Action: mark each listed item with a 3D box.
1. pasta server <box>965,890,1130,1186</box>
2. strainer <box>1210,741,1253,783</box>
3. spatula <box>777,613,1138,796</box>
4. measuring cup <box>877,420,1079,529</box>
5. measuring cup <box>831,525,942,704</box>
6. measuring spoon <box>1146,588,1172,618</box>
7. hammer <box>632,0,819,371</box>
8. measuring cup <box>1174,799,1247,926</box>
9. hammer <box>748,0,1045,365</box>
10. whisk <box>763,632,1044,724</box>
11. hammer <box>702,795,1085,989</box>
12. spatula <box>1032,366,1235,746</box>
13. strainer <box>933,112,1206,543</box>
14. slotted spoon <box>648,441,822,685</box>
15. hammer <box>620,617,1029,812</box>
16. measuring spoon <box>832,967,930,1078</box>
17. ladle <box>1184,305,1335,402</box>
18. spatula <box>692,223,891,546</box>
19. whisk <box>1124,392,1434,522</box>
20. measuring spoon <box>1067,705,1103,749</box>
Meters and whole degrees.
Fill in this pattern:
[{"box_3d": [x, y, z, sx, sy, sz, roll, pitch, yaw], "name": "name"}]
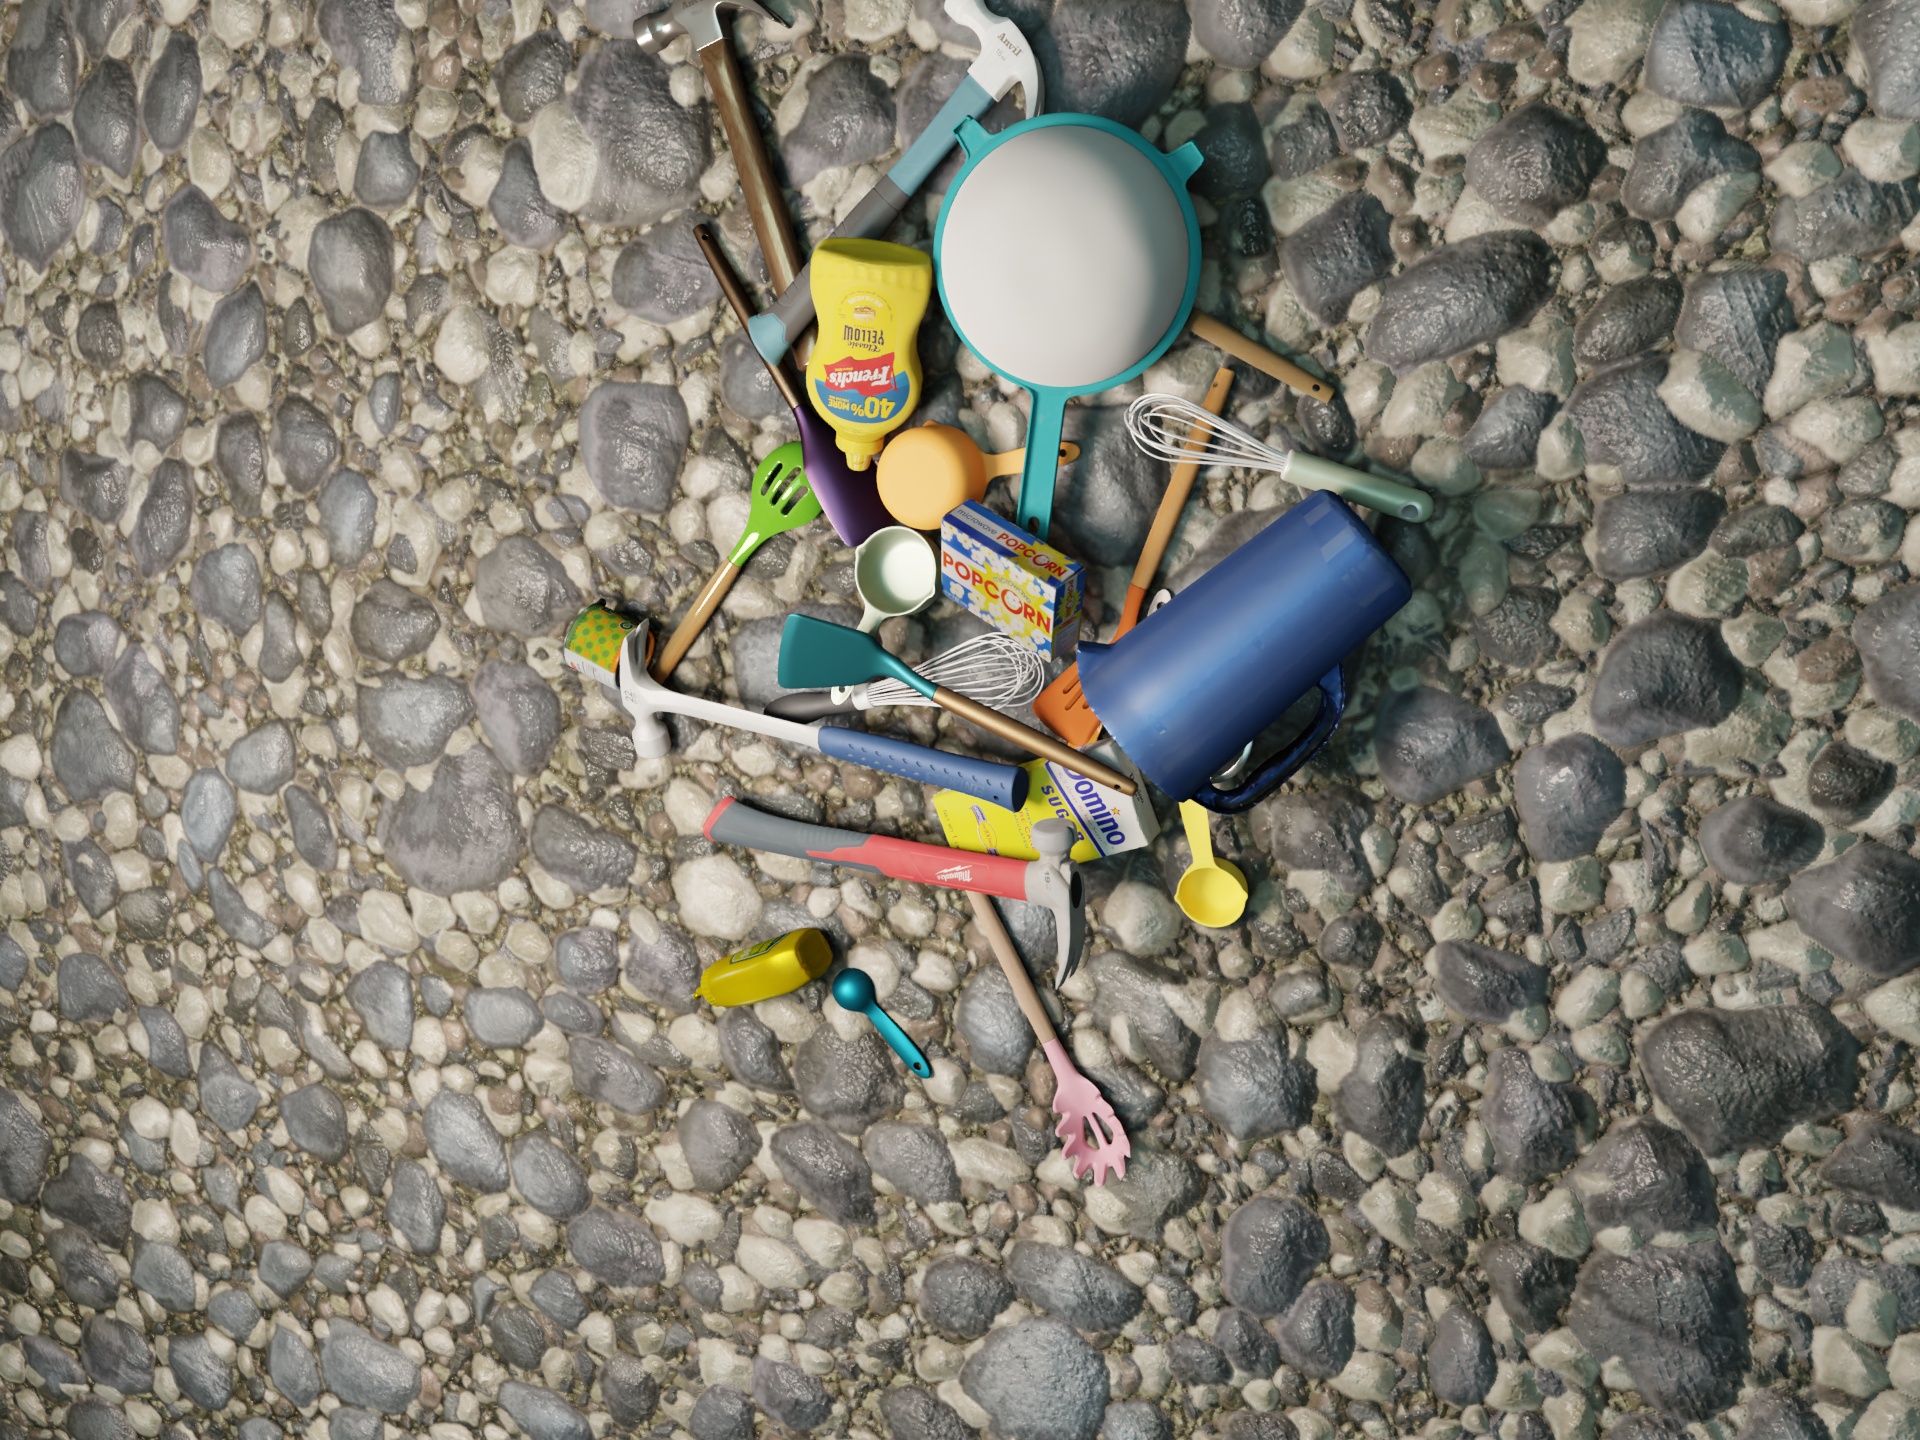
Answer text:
[{"box_3d": [0.066, 0.261, 1.411, 0.060, 0.040, 0.316, -26, 89, 13], "name": "pasta server"}, {"box_3d": [0.241, -0.034, 1.275, 0.258, 0.050, 0.087, -44, 71, 21], "name": "strainer"}, {"box_3d": [-0.002, -0.004, 1.312, 0.317, 0.044, 0.082, 25, 131, 12], "name": "spatula"}, {"box_3d": [0.011, -0.209, 1.322, 0.173, 0.052, 0.095, -6, 99, 25], "name": "measuring cup"}, {"box_3d": [-0.068, -0.089, 1.380, 0.083, 0.038, 0.167, 31, 105, 18], "name": "measuring cup"}, {"box_3d": [0.159, -0.048, 1.321, 0.034, 0.018, 0.124, 15, 100, 22], "name": "measuring spoon"}, {"box_3d": [-0.171, -0.462, 1.354, 0.130, 0.031, 0.331, -16, 95, 25], "name": "hammer"}, {"box_3d": [0.201, 0.095, 1.312, 0.062, 0.029, 0.156, -6, 108, 24], "name": "measuring cup"}, {"box_3d": [-0.060, -0.426, 1.297, 0.128, 0.033, 0.331, 46, 107, 5], "name": "hammer"}, {"box_3d": [-0.056, -0.028, 1.391, 0.284, 0.070, 0.070, -10, 98, 28], "name": "whisk"}, {"box_3d": [-0.068, 0.133, 1.403, 0.386, 0.038, 0.143, 7, 111, 31], "name": "hammer"}, {"box_3d": [0.148, -0.133, 1.288, 0.081, 0.041, 0.322, 41, 116, 50], "name": "spatula"}, {"box_3d": [0.064, -0.283, 1.215, 0.211, 0.095, 0.340, 11, 113, 12], "name": "strainer"}, {"box_3d": [-0.217, -0.124, 1.450, 0.070, 0.031, 0.313, 42, 115, 6], "name": "slotted spoon"}, {"box_3d": [-0.131, 0.010, 1.393, 0.406, 0.035, 0.144, 13, 130, 24], "name": "hammer"}, {"box_3d": [-0.075, 0.286, 1.481, 0.129, 0.021, 0.042, 48, 114, 8], "name": "measuring spoon"}, {"box_3d": [0.152, -0.333, 1.251, 0.320, 0.062, 0.078, 31, 104, 6], "name": "ladle"}, {"box_3d": [-0.150, -0.296, 1.385, 0.060, 0.018, 0.316, -30, 87, -7], "name": "spatula"}, {"box_3d": [0.243, -0.199, 1.220, 0.246, 0.059, 0.057, 19, 135, 5], "name": "whisk"}, {"box_3d": [0.114, -0.002, 1.350, 0.021, 0.011, 0.117, 29, 114, 11], "name": "measuring spoon"}]
